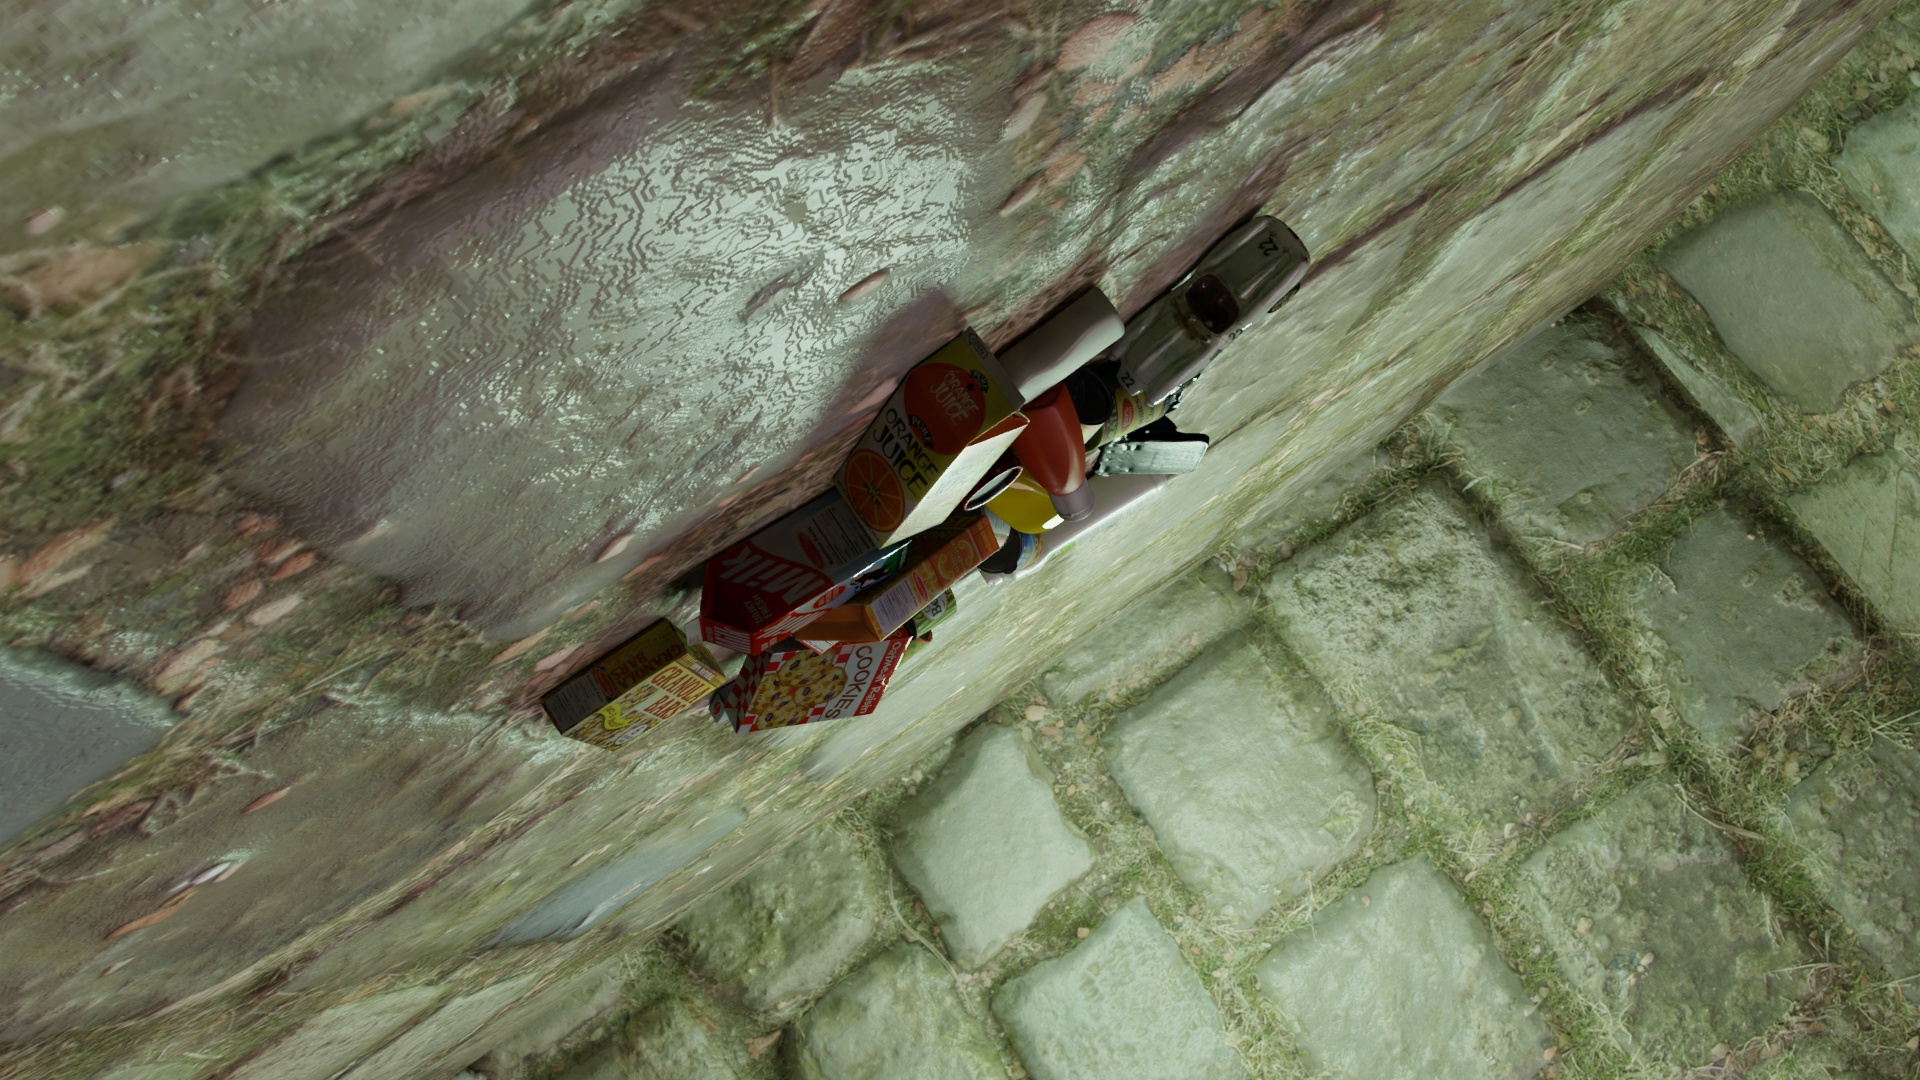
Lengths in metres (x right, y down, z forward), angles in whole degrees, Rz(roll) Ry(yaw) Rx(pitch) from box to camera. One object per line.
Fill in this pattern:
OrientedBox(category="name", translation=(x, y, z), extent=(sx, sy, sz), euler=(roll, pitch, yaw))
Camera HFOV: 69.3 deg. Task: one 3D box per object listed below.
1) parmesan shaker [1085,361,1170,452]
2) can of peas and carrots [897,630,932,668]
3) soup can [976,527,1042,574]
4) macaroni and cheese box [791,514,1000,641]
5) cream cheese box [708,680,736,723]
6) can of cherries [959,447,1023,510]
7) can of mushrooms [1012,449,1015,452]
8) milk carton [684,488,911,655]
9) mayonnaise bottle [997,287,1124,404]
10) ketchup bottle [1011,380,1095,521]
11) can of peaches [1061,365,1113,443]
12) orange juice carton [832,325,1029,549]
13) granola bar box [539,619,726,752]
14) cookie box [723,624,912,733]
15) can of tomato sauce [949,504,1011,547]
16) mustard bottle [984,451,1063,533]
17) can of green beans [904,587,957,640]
OrientedBox(category="parmesan shaker", translation=(0.141, -0.131, 1.301), extent=(0.103, 0.071, 0.071), euler=(-26, 165, -38))
OrientedBox(category="can of peas and carrots", translation=(-0.074, 0.111, 1.642), extent=(0.058, 0.071, 0.071), euler=(-40, 167, 18))
OrientedBox(category="soup can", translation=(0.052, 0.006, 1.567), extent=(0.071, 0.071, 0.084), euler=(-39, 168, 16))
OrientedBox(category="macaroni and cheese box", translation=(-0.063, 0.032, 1.252), extent=(0.123, 0.040, 0.167), euler=(-3, -154, 46))
OrientedBox(category="cream cheese box", translation=(-0.226, 0.162, 1.532), extent=(0.104, 0.024, 0.053), euler=(-27, 167, -33))
OrientedBox(category="can of cherries", translation=(0.013, -0.068, 1.207), extent=(0.071, 0.058, 0.071), euler=(-33, 168, -8))
OrientedBox(category="can of mushrooms", translation=(0.070, -0.074, 1.398), extent=(0.071, 0.033, 0.071), euler=(-34, 168, -8))
OrientedBox(category="milk carton", translation=(-0.140, 0.030, 1.134), extent=(0.191, 0.073, 0.072), euler=(-31, 167, -17))
OrientedBox(category="mayonnaise bottle", translation=(0.060, -0.140, 1.102), extent=(0.148, 0.041, 0.064), euler=(-35, 167, 4))
OrientedBox(category="ketchup bottle", translation=(0.078, -0.076, 1.186), extent=(0.044, 0.065, 0.148), euler=(-64, 145, -31))
OrientedBox(category="can of peaches", translation=(0.090, -0.115, 1.227), extent=(0.071, 0.071, 0.057), euler=(-26, 165, -37))
OrientedBox(category="orange juice carton", translation=(-0.016, -0.079, 1.056), extent=(0.073, 0.072, 0.191), euler=(-25, 164, -40))
OrientedBox(category="granola bar box", translation=(-0.282, 0.130, 1.220), extent=(0.124, 0.039, 0.165), euler=(-33, 168, -6))
OrientedBox(category="cookie box", translation=(-0.146, 0.138, 1.441), extent=(0.168, 0.040, 0.122), euler=(-3, 135, -37))
OrientedBox(category="can of tomato sauce", translation=(0.005, -0.017, 1.365), extent=(0.071, 0.071, 0.083), euler=(-38, 167, 14))
OrientedBox(category="mustard bottle", translation=(0.045, -0.055, 1.311), extent=(0.065, 0.049, 0.160), euler=(-32, 146, 20))
OrientedBox(category="can of green beans", translation=(-0.045, 0.070, 1.563), extent=(0.058, 0.071, 0.071), euler=(-30, 167, -24))
